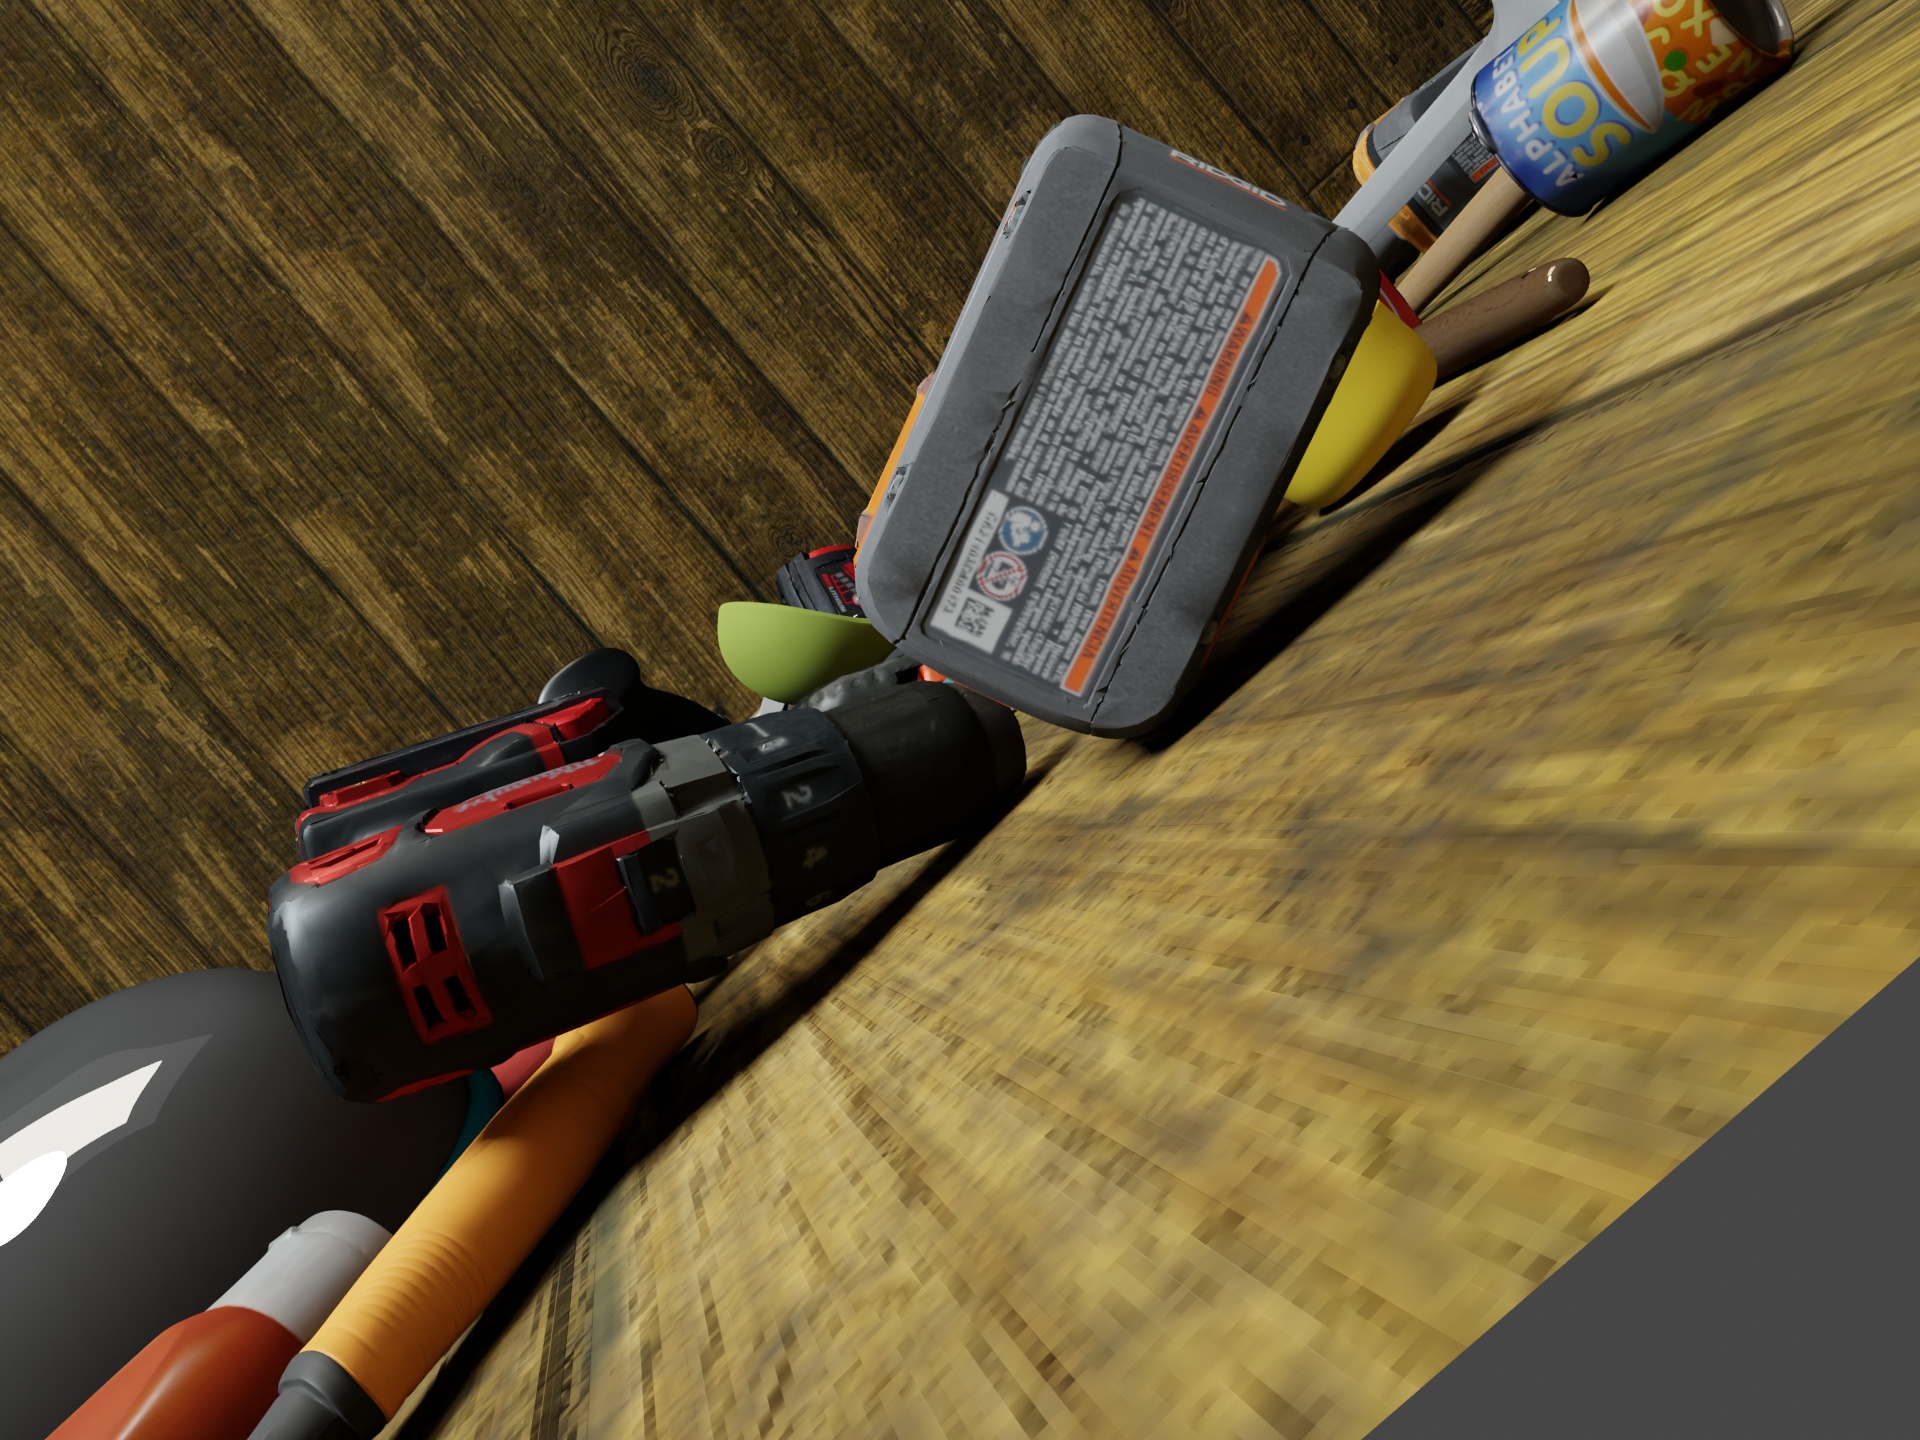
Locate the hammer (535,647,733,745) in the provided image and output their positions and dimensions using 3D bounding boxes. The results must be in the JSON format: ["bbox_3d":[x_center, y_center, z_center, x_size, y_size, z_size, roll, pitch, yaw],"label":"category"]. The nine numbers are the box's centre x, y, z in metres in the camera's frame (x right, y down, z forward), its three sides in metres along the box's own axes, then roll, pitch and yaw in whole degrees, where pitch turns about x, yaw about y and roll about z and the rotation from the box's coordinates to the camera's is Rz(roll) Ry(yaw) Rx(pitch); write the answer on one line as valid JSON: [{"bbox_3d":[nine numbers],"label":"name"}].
[{"bbox_3d":[-0.132,0.015,0.851,0.149,0.036,0.408,-44,-11,2],"label":"hammer"}]

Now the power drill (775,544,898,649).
[{"bbox_3d":[0.008,-0.108,0.913,0.219,0.079,0.143,-38,-27,17],"label":"power drill"}]

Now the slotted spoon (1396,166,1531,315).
[{"bbox_3d":[0.255,-0.251,0.619,0.070,0.031,0.313,-23,-16,-33],"label":"slotted spoon"}]

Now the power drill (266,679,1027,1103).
[{"bbox_3d":[-0.101,0.033,0.463,0.188,0.080,0.227,-20,8,-23],"label":"power drill"}]

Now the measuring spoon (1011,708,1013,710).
[{"bbox_3d":[0.001,-0.002,0.616,0.124,0.018,0.034,-35,7,46],"label":"measuring spoon"}]

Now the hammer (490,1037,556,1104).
[{"bbox_3d":[-0.250,0.216,0.502,0.359,0.036,0.149,-44,6,-33],"label":"hammer"}]

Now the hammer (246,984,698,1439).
[{"bbox_3d":[-0.107,0.114,0.313,0.127,0.034,0.337,-41,5,12],"label":"hammer"}]

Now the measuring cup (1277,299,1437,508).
[{"bbox_3d":[0.089,-0.061,0.477,0.062,0.029,0.156,-52,-2,-35],"label":"measuring cup"}]

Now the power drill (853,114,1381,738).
[{"bbox_3d":[0.041,-0.084,0.425,0.226,0.084,0.164,-69,4,-82],"label":"power drill"}]

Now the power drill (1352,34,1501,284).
[{"bbox_3d":[0.246,-0.280,0.892,0.185,0.084,0.226,-41,0,-26],"label":"power drill"}]

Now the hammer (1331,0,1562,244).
[{"bbox_3d":[0.175,-0.231,0.825,0.035,0.144,0.405,-39,-3,-29],"label":"hammer"}]

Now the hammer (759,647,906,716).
[{"bbox_3d":[0.032,-0.078,0.841,0.335,0.035,0.146,-38,-12,-3],"label":"hammer"}]

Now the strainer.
[{"bbox_3d":[-0.275,0.127,0.539,0.211,0.095,0.341,-31,20,-12],"label":"strainer"}]

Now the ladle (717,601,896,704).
[{"bbox_3d":[0.035,-0.098,0.733,0.320,0.062,0.078,-29,-7,-1],"label":"ladle"}]

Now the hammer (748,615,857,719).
[{"bbox_3d":[-0.109,-0.018,1.037,0.410,0.038,0.146,-48,-38,2],"label":"hammer"}]

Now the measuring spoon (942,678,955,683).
[{"bbox_3d":[-0.001,-0.002,0.592,0.128,0.021,0.042,-43,19,-14],"label":"measuring spoon"}]

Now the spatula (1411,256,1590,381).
[{"bbox_3d":[0.128,-0.122,0.562,0.082,0.044,0.317,-38,5,-6],"label":"spatula"}]
